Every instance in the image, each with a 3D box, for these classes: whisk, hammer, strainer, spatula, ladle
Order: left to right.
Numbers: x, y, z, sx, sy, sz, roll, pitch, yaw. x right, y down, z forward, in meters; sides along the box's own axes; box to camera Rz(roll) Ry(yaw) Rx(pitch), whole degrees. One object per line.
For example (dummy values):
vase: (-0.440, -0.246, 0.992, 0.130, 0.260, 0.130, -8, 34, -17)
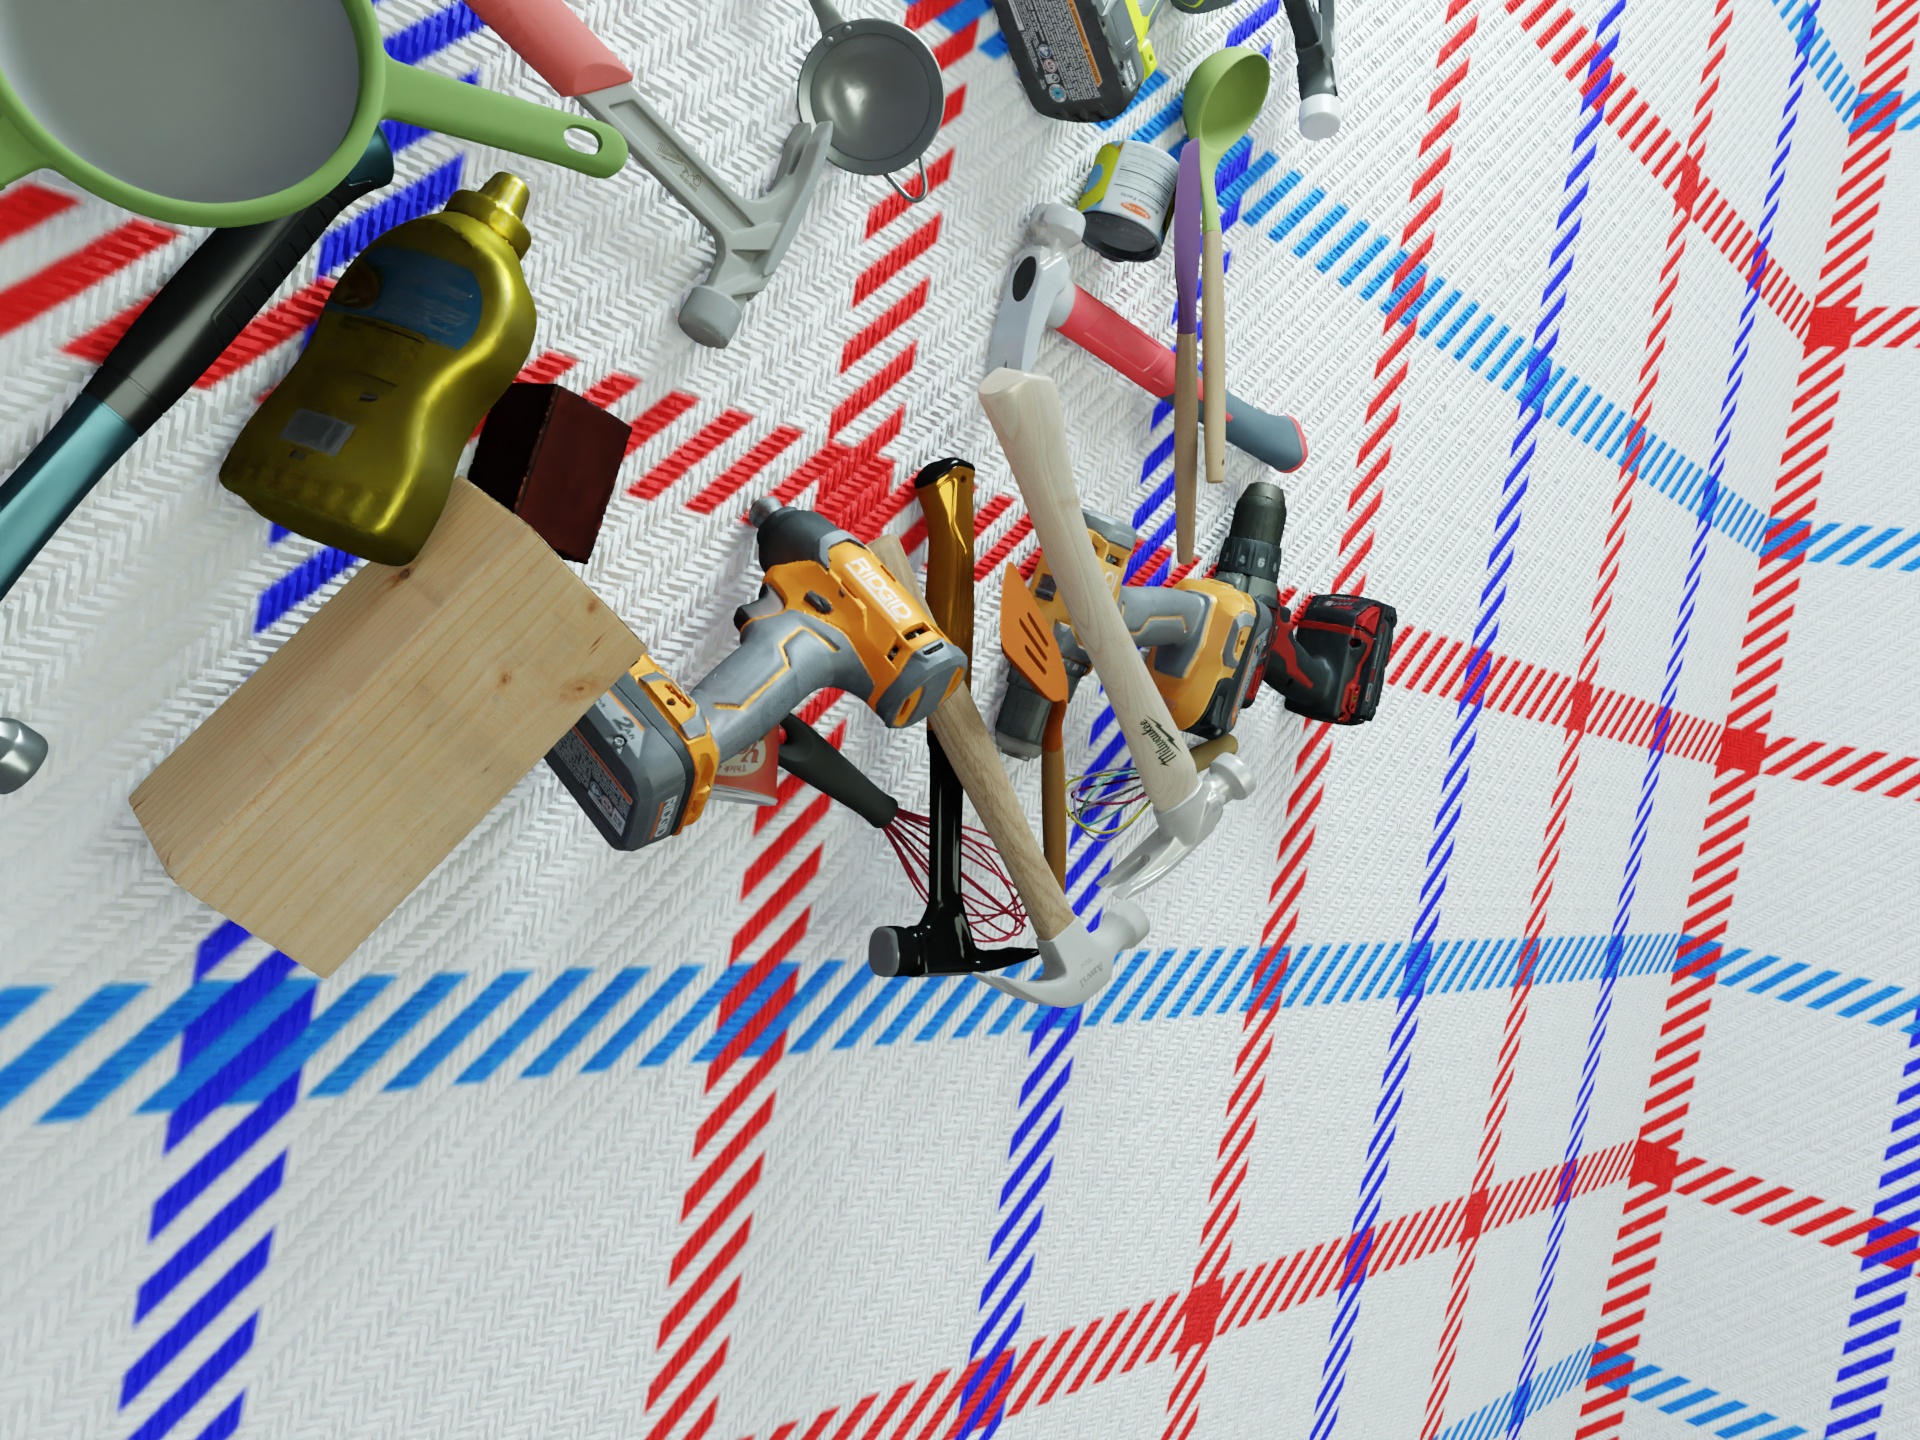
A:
hammer: (-0.347, -0.138, 0.669, 0.331, 0.033, 0.128, -60, 138, -20)
strainer: (-0.271, -0.262, 0.666, 0.256, 0.069, 0.151, 5, 85, -34)
hammer: (-0.197, -0.341, 0.772, 0.358, 0.037, 0.149, 37, 72, -50)
strainer: (-0.082, -0.414, 0.895, 0.087, 0.050, 0.258, -25, 123, 9)
whisk: (-0.039, 0.071, 1.060, 0.295, 0.073, 0.073, 41, 69, -39)
hammer: (-0.002, -0.003, 1.040, 0.127, 0.034, 0.337, 4, 84, -40)
hammer: (0.013, 0.038, 1.007, 0.130, 0.031, 0.331, -38, 109, -36)
spatula: (0.055, 0.032, 1.107, 0.322, 0.041, 0.081, 85, 8, -47)
hammer: (0.093, -0.054, 1.097, 0.146, 0.038, 0.410, -40, 127, -18)
whisk: (0.158, 0.043, 1.290, 0.245, 0.047, 0.051, -19, 126, -49)
hammer: (0.158, -0.246, 1.214, 0.386, 0.038, 0.143, 17, 88, -49)
spatula: (0.165, -0.259, 1.165, 0.060, 0.018, 0.315, -50, 143, -51)
ladle: (0.198, -0.337, 1.181, 0.078, 0.062, 0.320, 1, 88, -57)
hammer: (0.218, -0.576, 1.126, 0.334, 0.035, 0.146, 40, 49, -57)

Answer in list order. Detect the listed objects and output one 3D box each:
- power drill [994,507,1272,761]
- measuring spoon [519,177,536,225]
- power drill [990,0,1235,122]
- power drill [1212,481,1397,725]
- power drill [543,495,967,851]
power drill: (0.124, -0.044, 1.197, 0.226, 0.084, 0.185, 17, 94, -45)
measuring spoon: (-0.238, -0.218, 0.782, 0.034, 0.018, 0.124, 42, 68, -46)
power drill: (0.111, -0.523, 1.063, 0.223, 0.080, 0.171, -56, 136, -28)
power drill: (0.287, -0.092, 1.375, 0.226, 0.080, 0.188, 12, 90, -47)
power drill: (-0.126, -0.039, 0.876, 0.226, 0.164, 0.084, -28, 158, -36)
